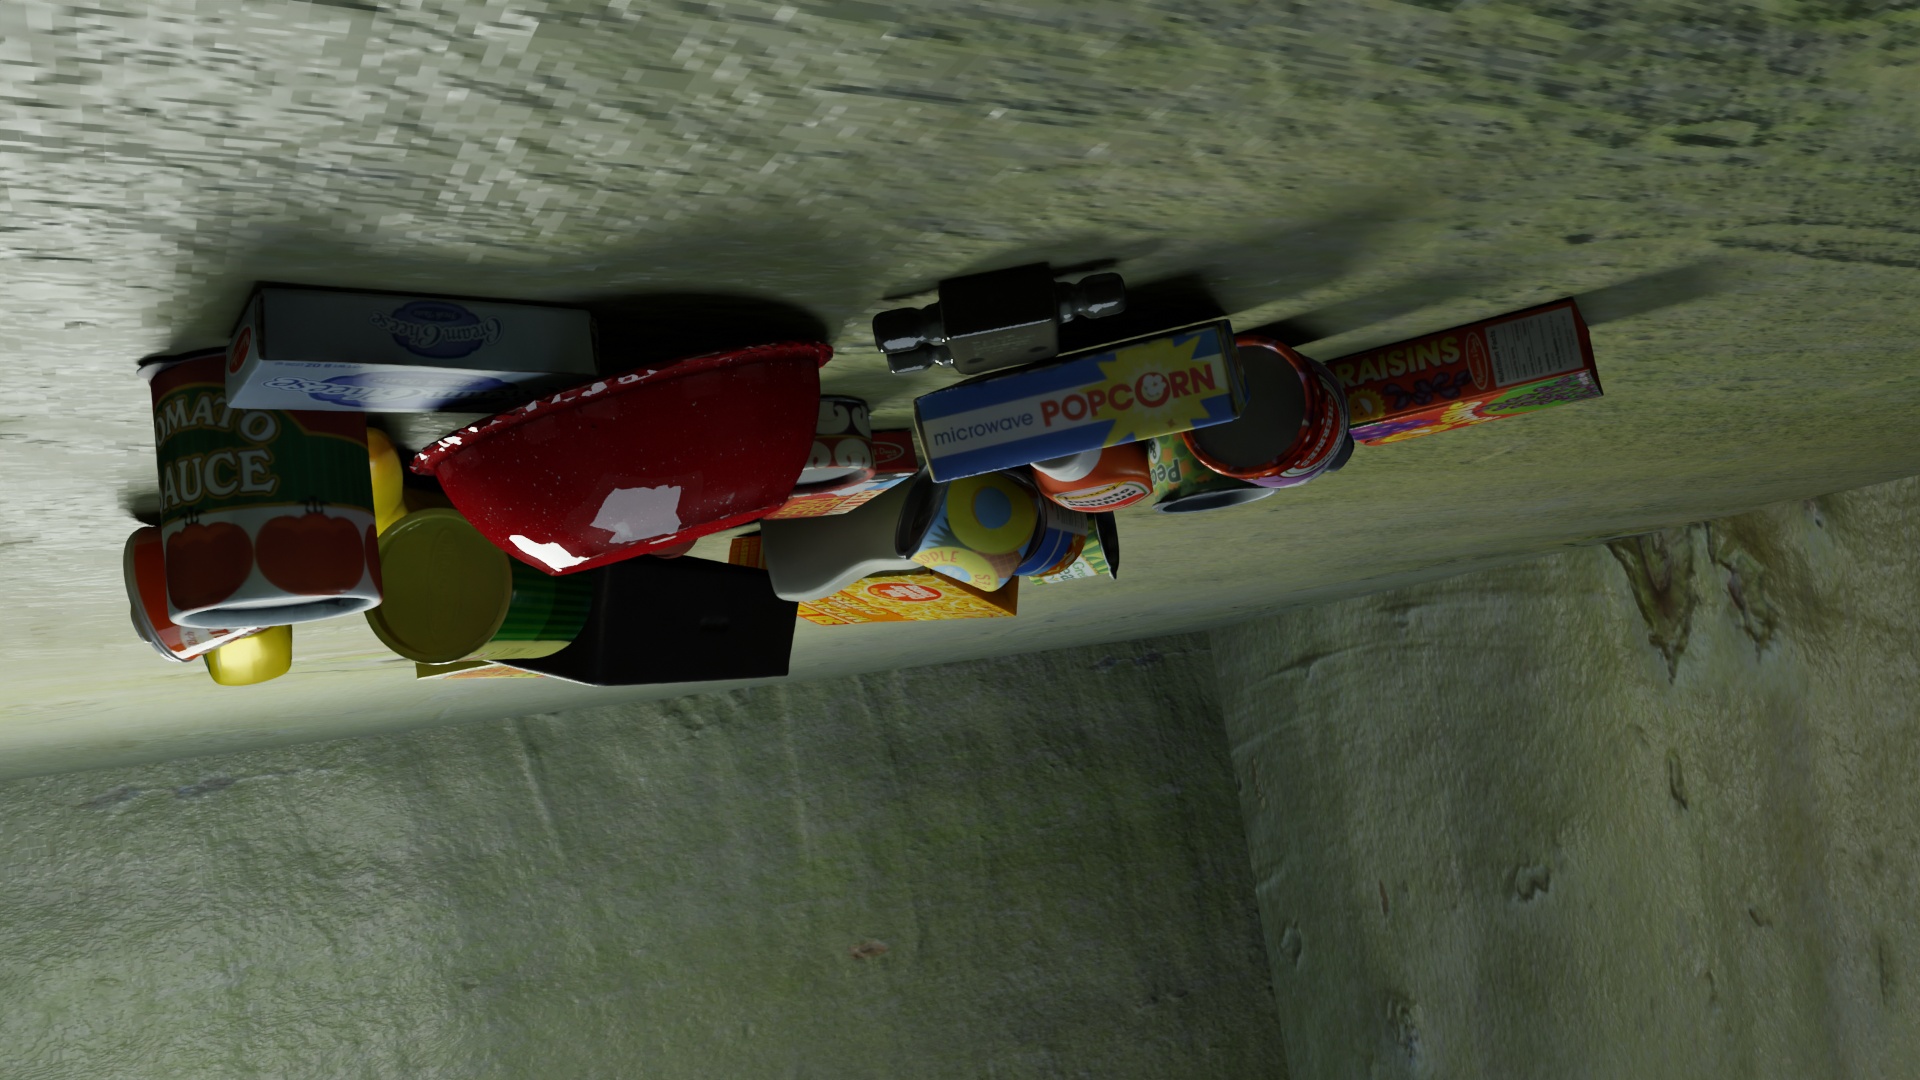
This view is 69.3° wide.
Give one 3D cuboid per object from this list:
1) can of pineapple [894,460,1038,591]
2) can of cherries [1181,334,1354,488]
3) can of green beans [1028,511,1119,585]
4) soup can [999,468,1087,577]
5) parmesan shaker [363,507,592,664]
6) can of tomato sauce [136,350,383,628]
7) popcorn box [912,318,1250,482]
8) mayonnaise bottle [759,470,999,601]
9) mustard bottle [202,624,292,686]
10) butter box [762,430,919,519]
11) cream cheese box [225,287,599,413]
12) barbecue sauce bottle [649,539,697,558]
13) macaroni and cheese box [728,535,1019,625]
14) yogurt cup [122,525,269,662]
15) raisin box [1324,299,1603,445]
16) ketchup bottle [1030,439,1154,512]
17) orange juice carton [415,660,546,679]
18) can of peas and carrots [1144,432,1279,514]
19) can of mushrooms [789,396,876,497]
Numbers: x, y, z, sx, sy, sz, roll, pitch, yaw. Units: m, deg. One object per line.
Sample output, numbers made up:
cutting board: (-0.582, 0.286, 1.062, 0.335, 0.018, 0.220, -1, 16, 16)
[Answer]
can of pineapple: (0.003, -0.010, 0.772, 0.058, 0.071, 0.071, 23, 161, -18)
can of cherries: (0.144, -0.059, 0.650, 0.071, 0.071, 0.058, -14, 170, 29)
can of green beans: (0.074, -0.005, 0.964, 0.058, 0.071, 0.071, -11, 172, 17)
soup can: (0.036, -0.009, 0.888, 0.071, 0.071, 0.084, -12, 171, 22)
parmesan shaker: (-0.219, 0.022, 0.635, 0.071, 0.071, 0.103, -10, 176, 4)
can of tomato sauce: (-0.236, -0.016, 0.471, 0.071, 0.083, 0.071, -9, 172, -1)
popcorn box: (0.053, -0.059, 0.579, 0.126, 0.038, 0.085, -11, -173, 16)
mayonnaise bottle: (-0.044, -0.008, 0.838, 0.148, 0.065, 0.041, -14, 170, 8)
mustard bottle: (-0.398, 0.038, 0.769, 0.049, 0.065, 0.159, -11, 168, -28)
butter box: (-0.068, -0.034, 0.749, 0.053, 0.024, 0.103, -5, 171, -28)
cream cheese box: (-0.176, -0.059, 0.449, 0.104, 0.024, 0.053, -3, 171, -38)
barbecue sauce bottle: (-0.167, -0.017, 0.689, 0.065, 0.043, 0.148, -2, 173, 6)
macaroni and cheese box: (-0.060, 0.025, 0.974, 0.166, 0.040, 0.123, -4, 162, 29)
yogurt cup: (-0.358, 0.019, 0.668, 0.054, 0.072, 0.072, -16, 173, -7)
raisin box: (0.261, -0.083, 0.721, 0.123, 0.040, 0.086, -12, 172, 27)
ketchup bottle: (0.066, -0.045, 0.751, 0.064, 0.043, 0.149, -11, 171, 15)
orange juice carton: (-0.291, 0.055, 0.960, 0.072, 0.073, 0.192, -11, 172, 13)
can of peas and carrots: (0.131, -0.049, 0.744, 0.071, 0.059, 0.071, -8, 171, -1)
can of mushrooms: (-0.071, -0.043, 0.651, 0.071, 0.033, 0.071, -9, 171, -1)
